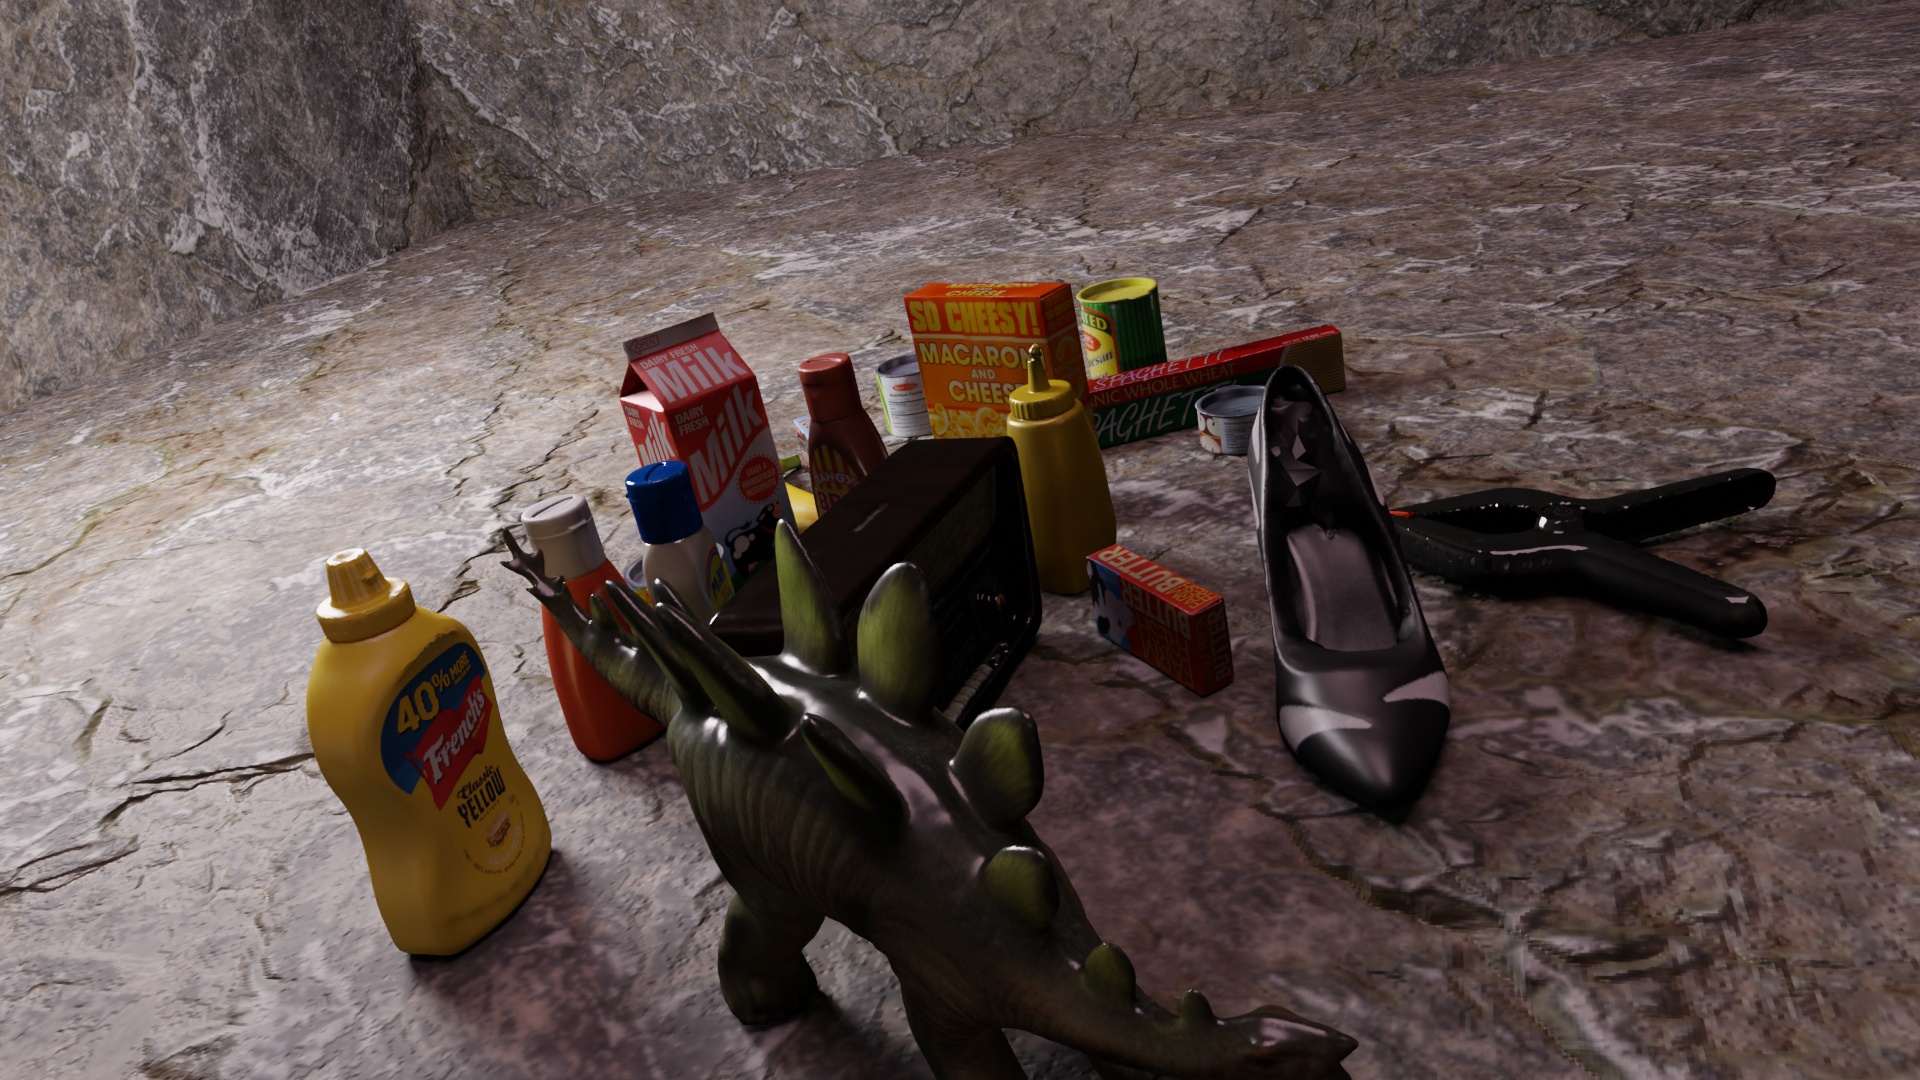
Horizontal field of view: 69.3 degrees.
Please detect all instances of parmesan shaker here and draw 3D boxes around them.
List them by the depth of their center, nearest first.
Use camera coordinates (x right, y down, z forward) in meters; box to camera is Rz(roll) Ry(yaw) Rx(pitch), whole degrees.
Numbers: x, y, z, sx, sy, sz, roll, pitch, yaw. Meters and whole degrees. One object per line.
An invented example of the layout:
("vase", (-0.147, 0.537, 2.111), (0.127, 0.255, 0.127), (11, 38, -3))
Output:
("parmesan shaker", (0.138, -0.158, 1.149), (0.071, 0.102, 0.071), (-10, 23, 4))

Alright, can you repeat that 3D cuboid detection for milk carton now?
("milk carton", (-0.174, -0.057, 0.957), (0.072, 0.189, 0.073), (-27, 27, -31))

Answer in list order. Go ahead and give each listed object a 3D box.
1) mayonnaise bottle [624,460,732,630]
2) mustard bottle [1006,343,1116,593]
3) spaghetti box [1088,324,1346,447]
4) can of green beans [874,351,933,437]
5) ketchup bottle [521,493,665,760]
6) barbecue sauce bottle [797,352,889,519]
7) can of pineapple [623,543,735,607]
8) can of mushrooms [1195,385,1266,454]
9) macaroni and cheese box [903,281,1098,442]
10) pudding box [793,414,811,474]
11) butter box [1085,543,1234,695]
("mayonnaise bottle", (-0.158, 0.028, 0.811), (0.041, 0.147, 0.065), (-9, 23, 7))
("mustard bottle", (0.059, -0.048, 0.864), (0.049, 0.159, 0.065), (6, 29, 36))
("spaghetti box", (0.183, -0.118, 1.103), (0.250, 0.050, 0.029), (-14, 23, -5))
("can of green beans", (-0.038, -0.129, 1.224), (0.071, 0.057, 0.071), (-10, 23, 4))
("ketchup bottle", (-0.208, 0.048, 0.788), (0.043, 0.148, 0.065), (7, 30, 38))
("barbecue sauce bottle", (-0.077, -0.054, 0.957), (0.065, 0.148, 0.044), (4, 28, 33))
("can of pineapple", (-0.181, 0.040, 0.906), (0.071, 0.057, 0.071), (-10, 23, 4))
("can of mushrooms", (0.213, -0.092, 1.051), (0.071, 0.033, 0.071), (-10, 23, 4))
("macaroni and cheese box", (0.033, -0.099, 0.985), (0.123, 0.165, 0.040), (8, 30, 39))
("pudding box", (-0.109, -0.072, 1.137), (0.030, 0.049, 0.084), (-18, 24, -13))
("butter box", (0.109, 0.042, 0.770), (0.024, 0.053, 0.103), (-22, 25, -21))
